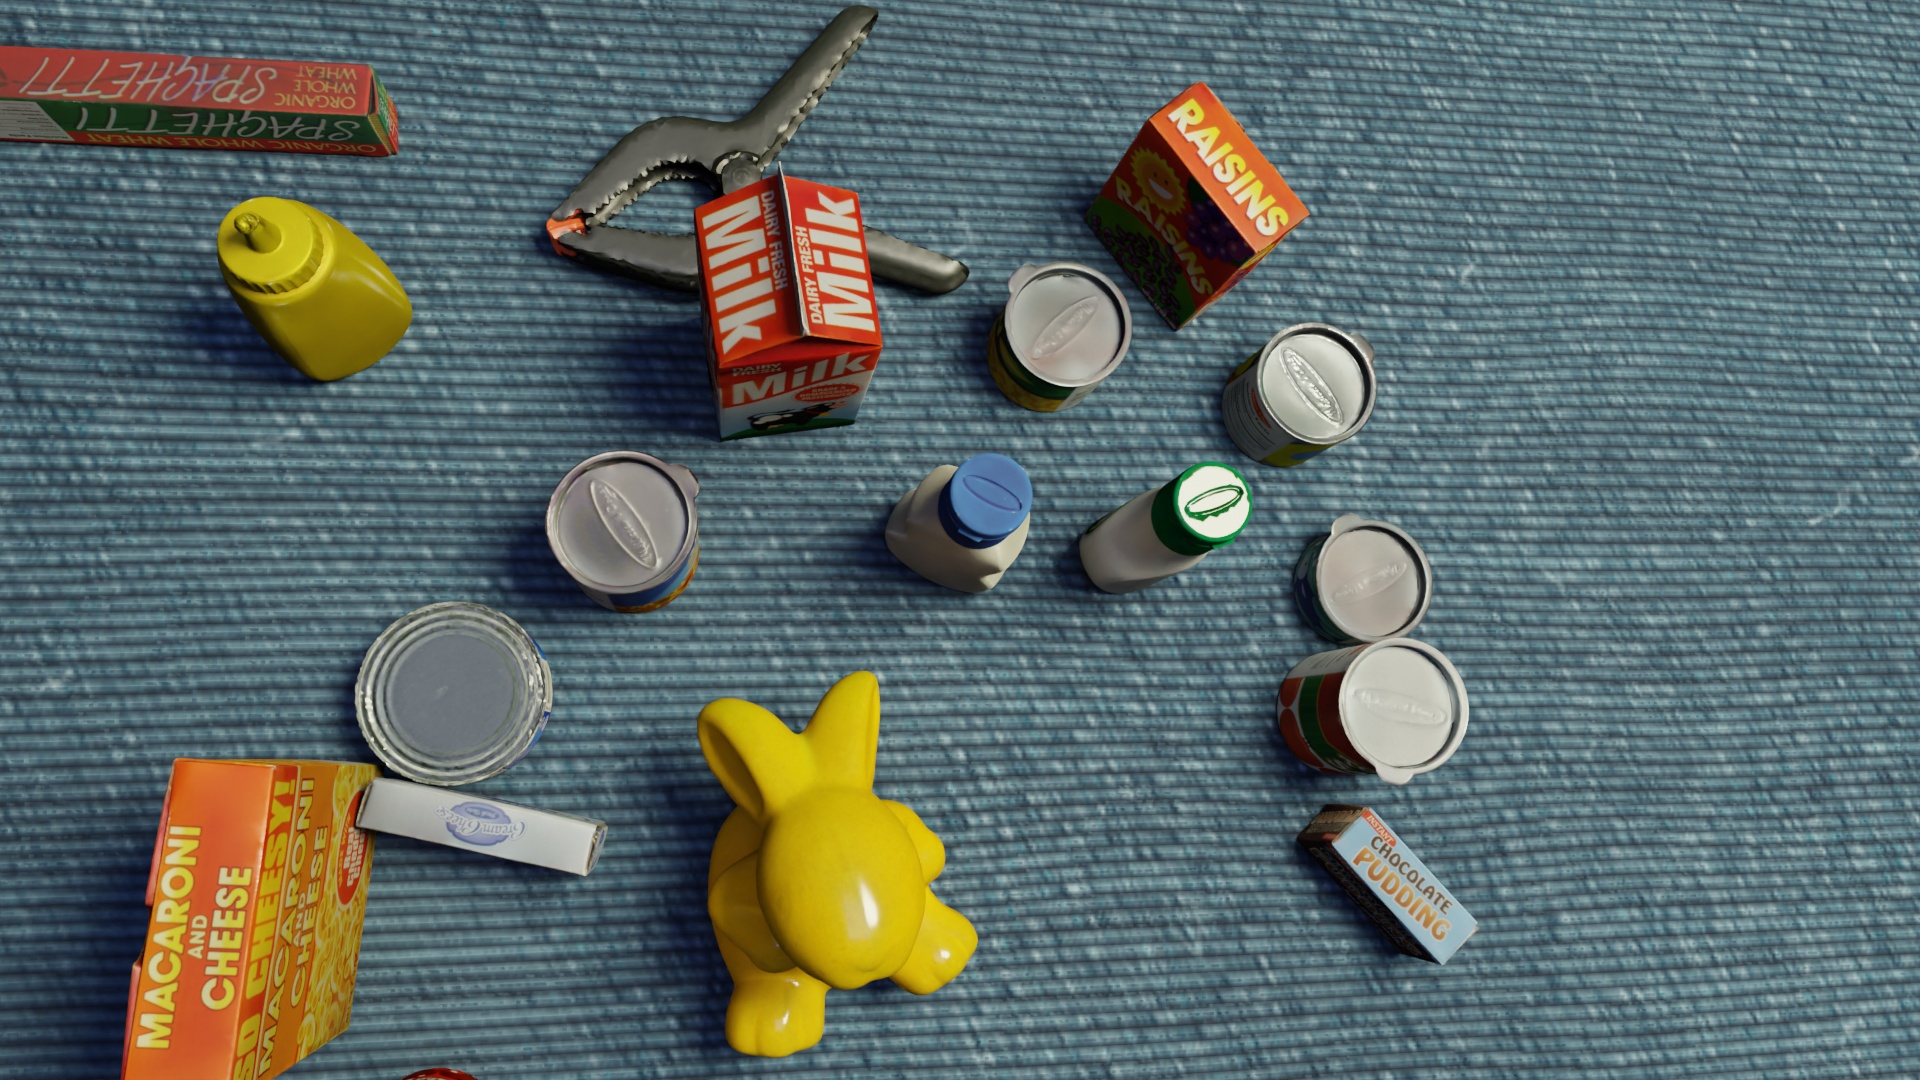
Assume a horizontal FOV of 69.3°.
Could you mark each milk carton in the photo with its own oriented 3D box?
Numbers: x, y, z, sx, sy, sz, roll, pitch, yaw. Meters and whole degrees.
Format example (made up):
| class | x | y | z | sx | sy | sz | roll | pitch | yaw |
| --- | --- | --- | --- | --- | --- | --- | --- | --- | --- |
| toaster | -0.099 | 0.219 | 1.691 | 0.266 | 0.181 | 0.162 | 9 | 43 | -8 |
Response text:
| class | x | y | z | sx | sy | sz | roll | pitch | yaw |
| --- | --- | --- | --- | --- | --- | --- | --- | --- | --- |
| milk carton | -0.081 | -0.103 | 0.639 | 0.073 | 0.190 | 0.072 | -9 | 82 | -11 |

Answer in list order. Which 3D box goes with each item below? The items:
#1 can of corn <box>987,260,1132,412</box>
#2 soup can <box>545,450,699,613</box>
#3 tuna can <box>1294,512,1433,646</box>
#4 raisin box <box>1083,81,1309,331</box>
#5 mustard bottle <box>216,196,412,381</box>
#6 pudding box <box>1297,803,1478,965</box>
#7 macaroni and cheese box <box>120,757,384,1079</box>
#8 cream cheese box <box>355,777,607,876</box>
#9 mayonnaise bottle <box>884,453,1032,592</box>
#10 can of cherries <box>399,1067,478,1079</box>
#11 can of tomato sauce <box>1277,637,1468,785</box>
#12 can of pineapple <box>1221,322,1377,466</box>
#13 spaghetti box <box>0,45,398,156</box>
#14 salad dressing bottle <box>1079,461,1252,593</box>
| class | x | y | z | sx | sy | sz | roll | pitch | yaw |
| --- | --- | --- | --- | --- | --- | --- | --- | --- | --- |
| can of corn | 0.048 | -0.107 | 0.729 | 0.071 | 0.058 | 0.071 | 2 | 80 | -9 |
| soup can | -0.156 | -0.003 | 0.664 | 0.071 | 0.083 | 0.071 | 2 | 80 | -9 |
| tuna can | 0.214 | 0.021 | 0.747 | 0.071 | 0.032 | 0.071 | 2 | 80 | -9 |
| raisin box | 0.118 | -0.168 | 0.718 | 0.040 | 0.123 | 0.086 | -37 | 88 | -13 |
| mustard bottle | -0.294 | -0.118 | 0.622 | 0.065 | 0.160 | 0.049 | -41 | 89 | -13 |
| pudding box | 0.218 | 0.175 | 0.712 | 0.030 | 0.049 | 0.083 | -42 | 89 | -13 |
| macaroni and cheese box | -0.285 | 0.153 | 0.572 | 0.040 | 0.166 | 0.124 | 5 | 80 | -8 |
| cream cheese box | -0.219 | 0.132 | 0.645 | 0.104 | 0.053 | 0.024 | 14 | 79 | -7 |
| mayonnaise bottle | 0.002 | -0.008 | 0.658 | 0.065 | 0.148 | 0.041 | 28 | 78 | -4 |
| can of cherries | -0.238 | 0.271 | 0.615 | 0.071 | 0.058 | 0.071 | 2 | 80 | -9 |
| can of tomato sauce | 0.207 | 0.088 | 0.708 | 0.071 | 0.083 | 0.071 | 2 | 80 | -9 |
| can of pineapple | 0.182 | -0.077 | 0.746 | 0.071 | 0.057 | 0.071 | 2 | 80 | -9 |
| spaghetti box | -0.409 | -0.214 | 0.676 | 0.250 | 0.050 | 0.029 | 0 | 81 | -9 |
| salad dressing bottle | 0.099 | -0.005 | 0.673 | 0.064 | 0.147 | 0.044 | -20 | 84 | -12 |
